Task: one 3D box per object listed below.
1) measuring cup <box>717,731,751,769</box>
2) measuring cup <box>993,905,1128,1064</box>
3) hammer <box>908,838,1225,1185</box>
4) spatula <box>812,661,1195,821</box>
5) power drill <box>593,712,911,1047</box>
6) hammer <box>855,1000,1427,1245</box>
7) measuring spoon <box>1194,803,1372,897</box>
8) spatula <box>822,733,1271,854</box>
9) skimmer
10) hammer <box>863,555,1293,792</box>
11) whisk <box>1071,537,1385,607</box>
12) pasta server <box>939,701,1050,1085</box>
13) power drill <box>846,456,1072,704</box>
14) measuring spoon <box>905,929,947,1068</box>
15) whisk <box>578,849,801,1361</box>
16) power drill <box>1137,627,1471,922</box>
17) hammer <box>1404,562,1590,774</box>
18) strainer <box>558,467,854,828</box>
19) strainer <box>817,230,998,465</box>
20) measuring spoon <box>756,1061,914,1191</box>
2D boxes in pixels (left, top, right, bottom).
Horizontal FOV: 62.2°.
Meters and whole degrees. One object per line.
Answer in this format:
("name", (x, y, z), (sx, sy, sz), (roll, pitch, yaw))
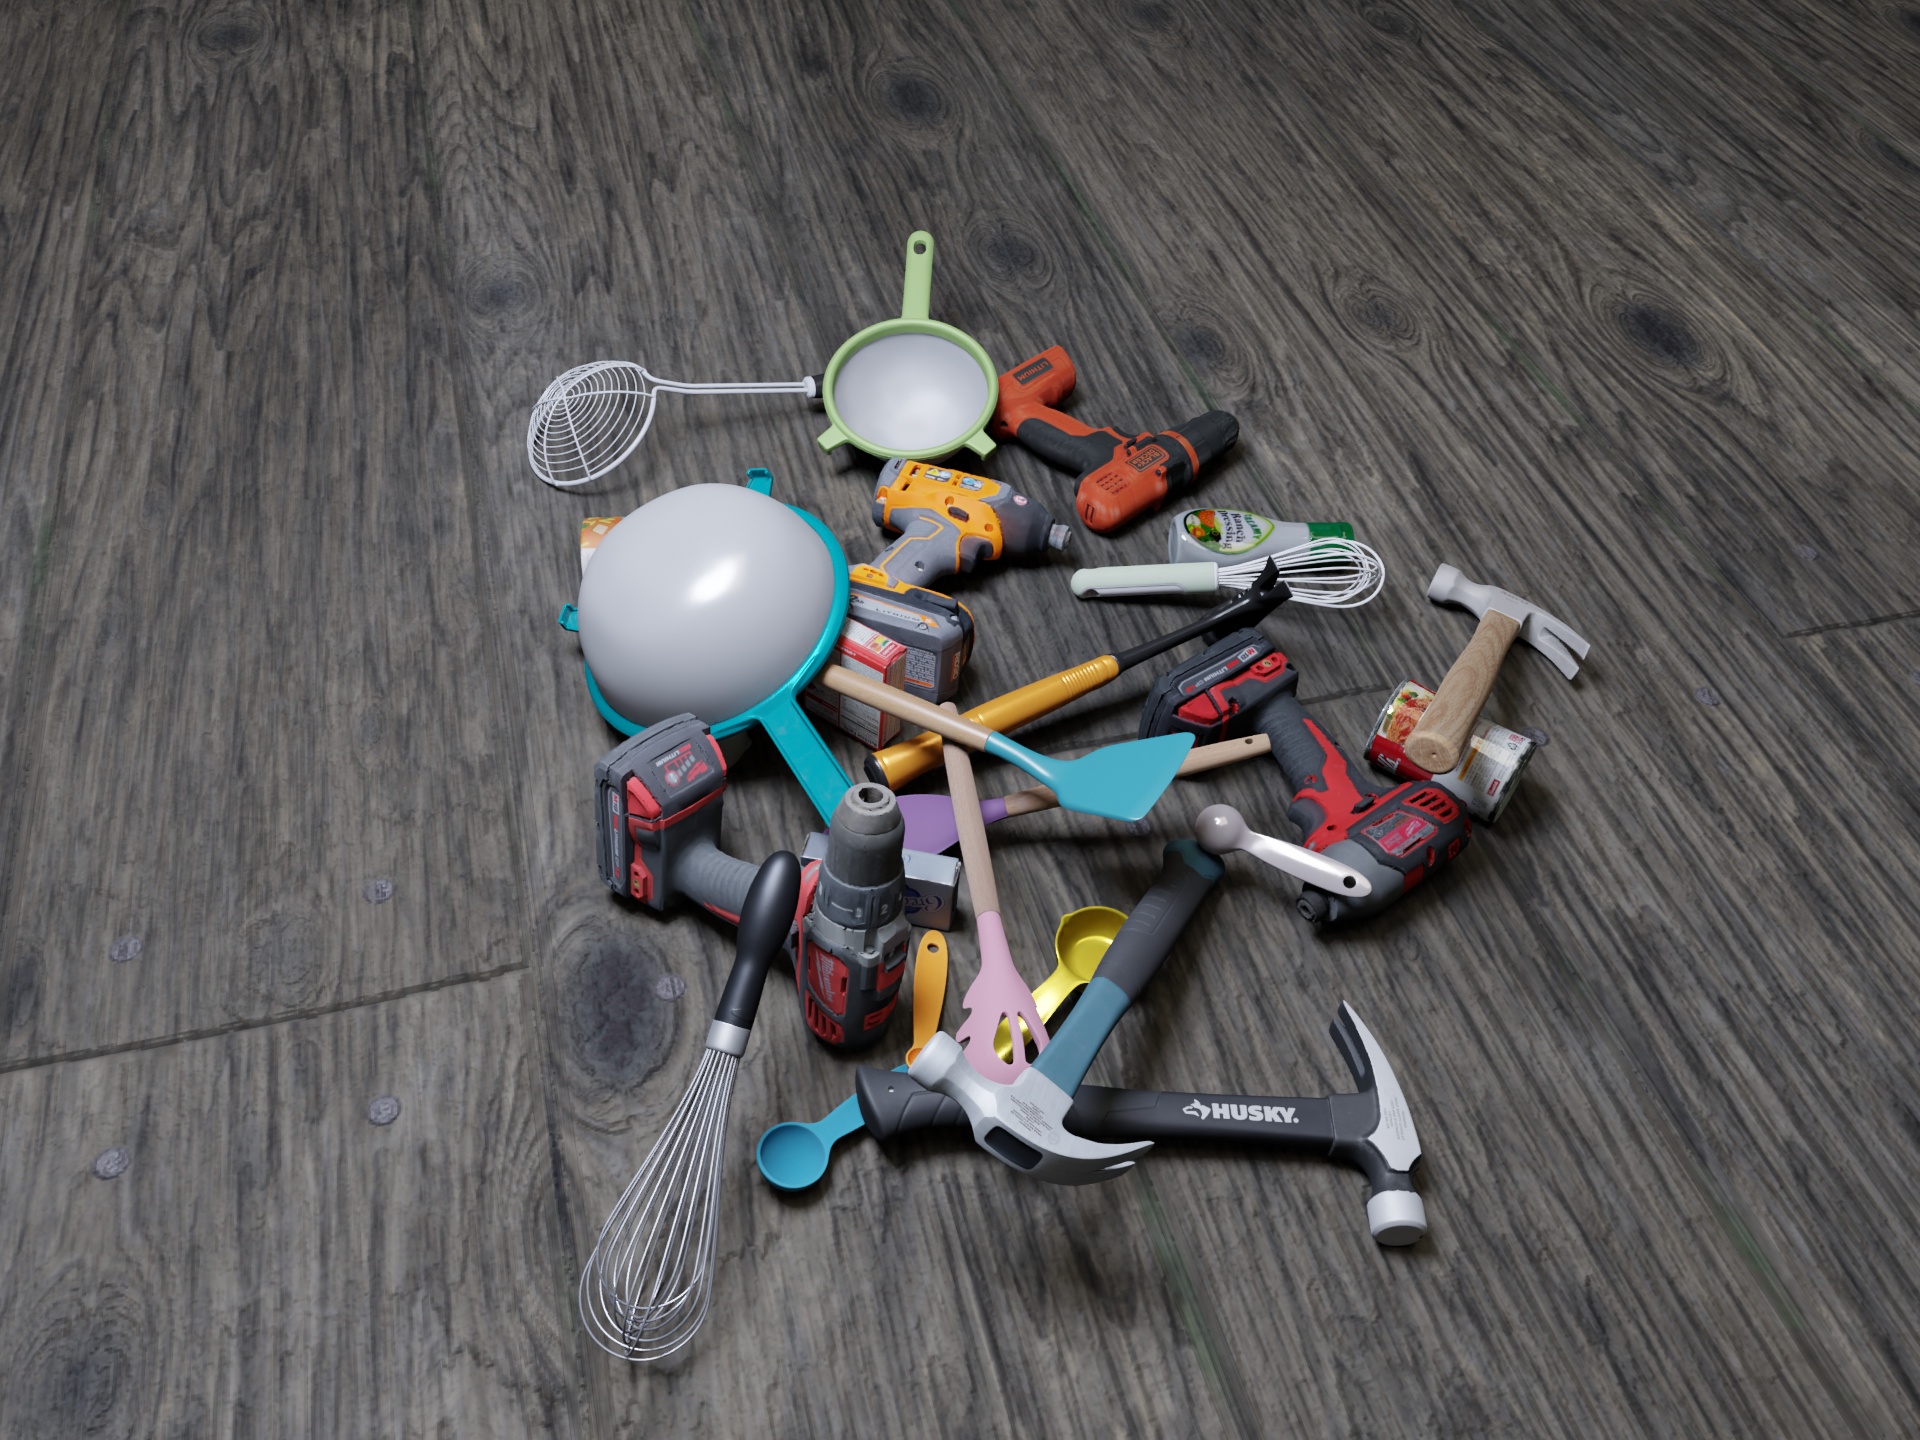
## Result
("measuring cup", (-0.192, -0.031, 1.181), (0.083, 0.038, 0.168), (3, 49, -1))
("measuring cup", (0.056, 0.182, 1.014), (0.062, 0.029, 0.156), (36, 64, 25))
("hammer", (0.093, 0.156, 0.954), (0.128, 0.033, 0.331), (39, 34, 6))
("spatula", (-0.002, -0.003, 1.062), (0.318, 0.044, 0.082), (21, 53, 24))
("power drill", (-0.123, 0.081, 0.986), (0.227, 0.187, 0.080), (30, 42, 27))
("hammer", (0.104, 0.230, 0.952), (0.334, 0.035, 0.146), (4, 47, -3))
("measuring spoon", (0.210, 0.087, 1.044), (0.124, 0.018, 0.034), (22, 83, 23))
("spatula", (0.056, 0.051, 1.088), (0.316, 0.018, 0.060), (-14, 48, 5))
("skimmer", (-0.197, -0.271, 1.411), (0.363, 0.090, 0.127), (-7, 50, -24))
("hammer", (0.084, -0.027, 1.158), (0.337, 0.127, 0.034), (-25, 82, -17))
("whisk", (0.211, -0.113, 1.264), (0.246, 0.057, 0.059), (-2, 70, 9))
("pasta server", (0.012, 0.108, 1.006), (0.060, 0.040, 0.317), (2, 45, -14))
("power drill", (-0.013, -0.116, 1.246), (0.164, 0.084, 0.227), (15, 44, 10))
("measuring spoon", (-0.021, 0.180, 1.014), (0.021, 0.011, 0.117), (10, 40, -4))
("whisk", (-0.137, 0.208, 0.879), (0.070, 0.070, 0.285), (15, 76, 10))
("power drill", (0.233, 0.045, 1.116), (0.143, 0.078, 0.220), (-29, 58, -26))
("hammer", (0.376, -0.035, 1.153), (0.130, 0.031, 0.331), (26, 31, 16))
("strainer", (-0.160, -0.054, 1.077), (0.211, 0.095, 0.341), (-37, 51, -2))
("strainer", (-0.041, -0.319, 1.413), (0.151, 0.069, 0.257), (2, 62, 1))
("measuring spoon", (-0.068, 0.243, 0.956), (0.128, 0.021, 0.042), (-26, 59, -36))
